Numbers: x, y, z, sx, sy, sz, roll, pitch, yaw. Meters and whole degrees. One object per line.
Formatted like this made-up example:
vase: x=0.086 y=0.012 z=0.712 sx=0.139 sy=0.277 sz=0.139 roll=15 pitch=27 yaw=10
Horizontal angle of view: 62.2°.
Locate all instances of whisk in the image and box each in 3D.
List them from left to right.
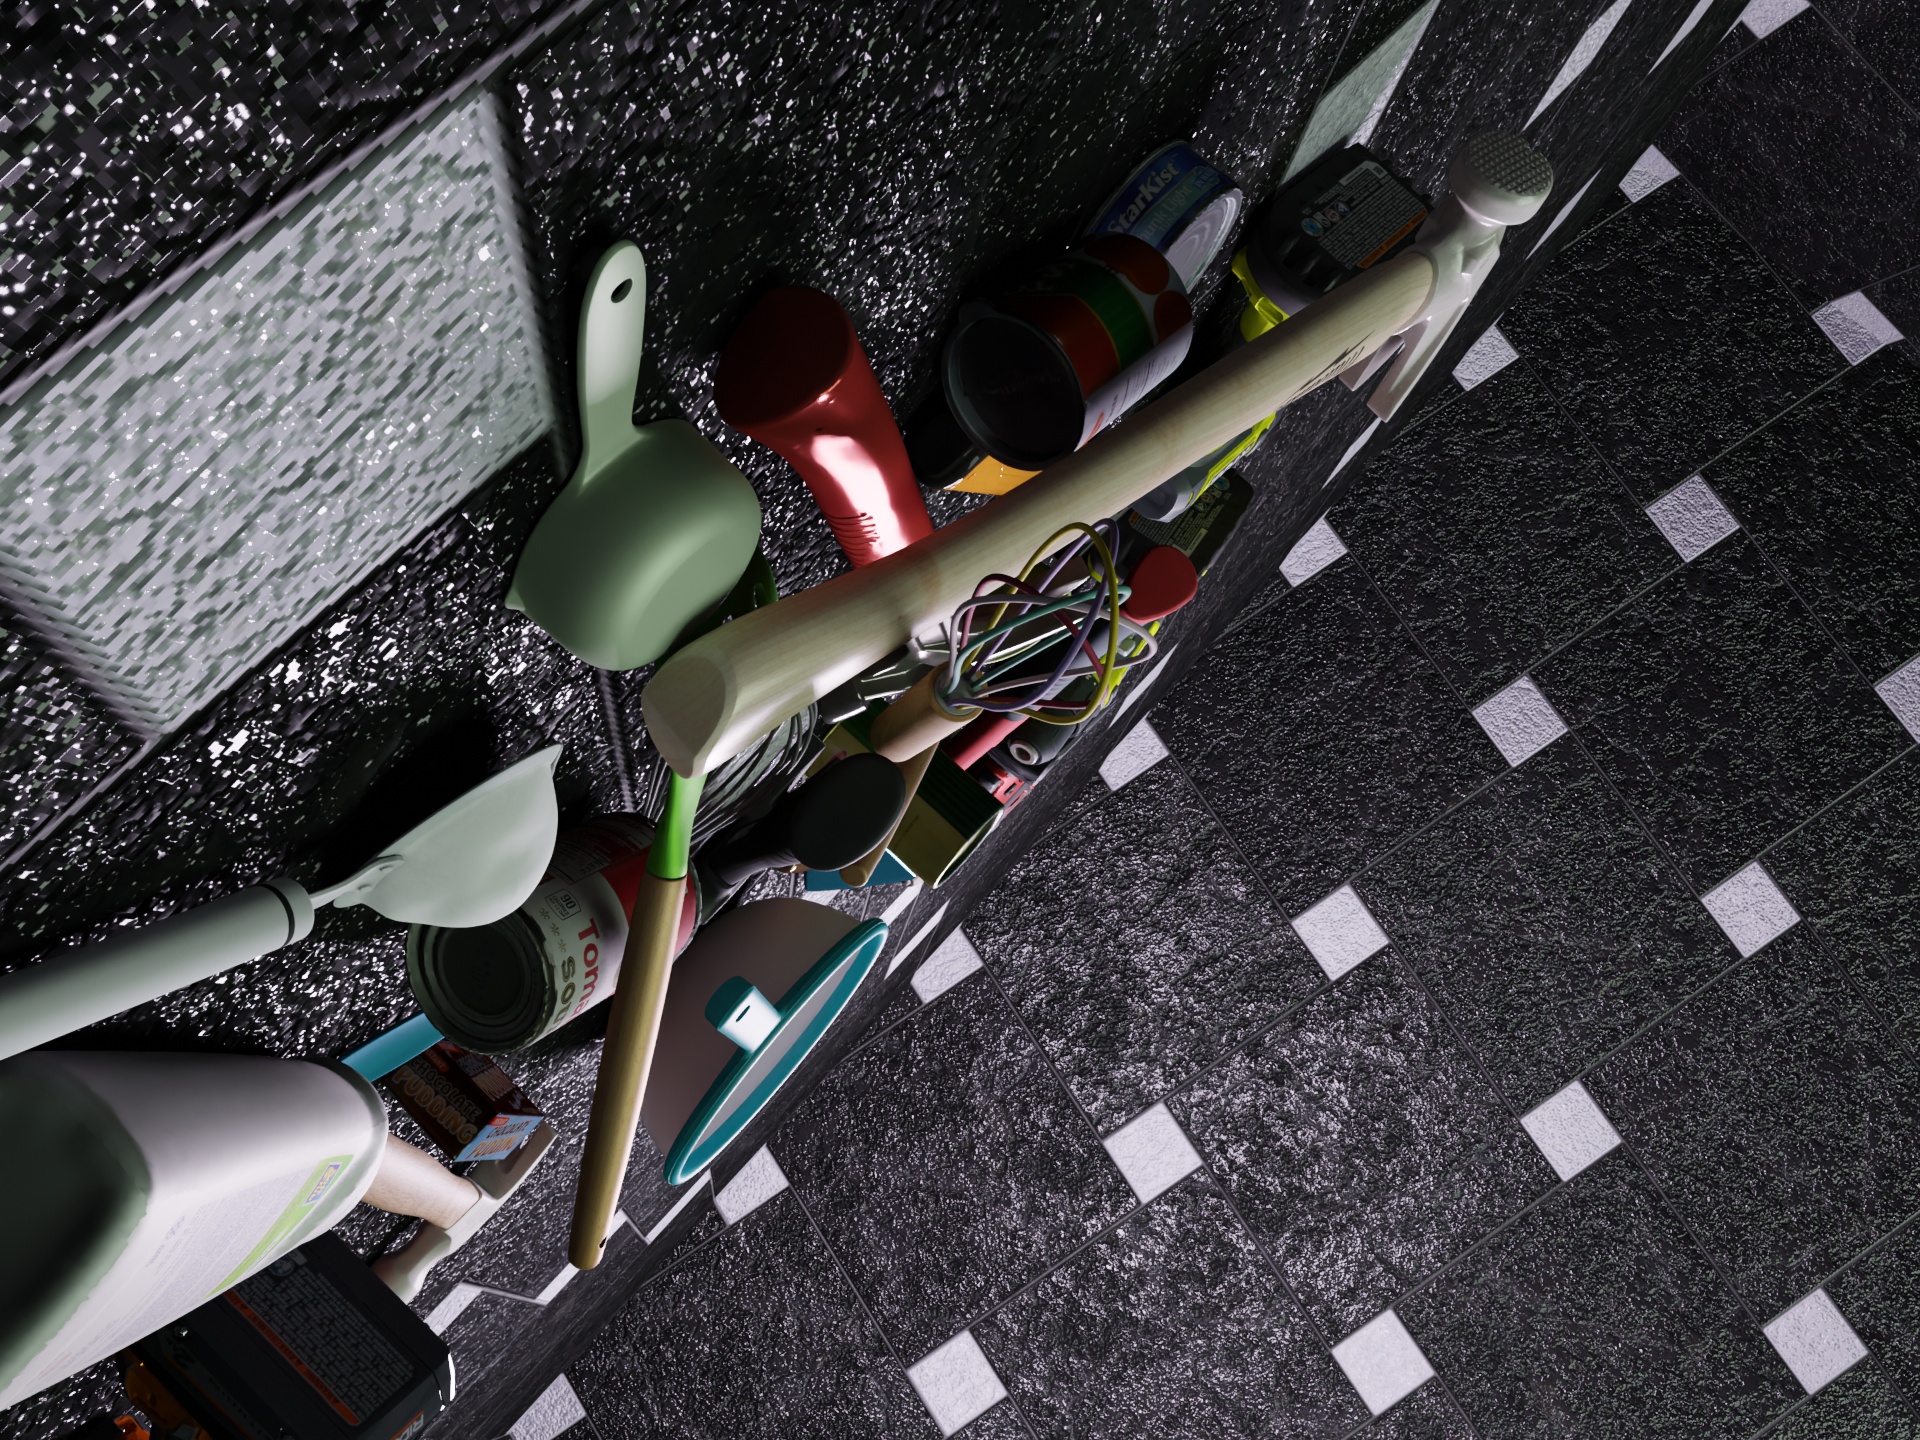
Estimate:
whisk: x=-0.140 y=0.059 z=0.692 sx=0.239 sy=0.055 sz=0.055 roll=-48 pitch=172 yaw=27
whisk: x=0.004 y=-0.010 z=0.510 sx=0.051 sy=0.047 sz=0.245 roll=-32 pitch=180 yaw=-18

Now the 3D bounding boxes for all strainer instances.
strainer: x=-0.189 y=0.055 z=0.456 sx=0.087 sy=0.050 sz=0.258 roll=-37 pitch=174 yaw=28
strainer: x=-0.146 y=0.168 z=0.964 sx=0.211 sy=0.095 sz=0.340 roll=-50 pitch=169 yaw=-13

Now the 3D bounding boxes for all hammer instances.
hammer: x=-0.277 y=0.237 z=0.815 sx=0.130 sy=0.031 sz=0.331 roll=-45 pitch=170 yaw=-21
hammer: x=-0.078 y=0.048 z=0.708 sx=0.146 sy=0.035 sz=0.335 roll=-48 pitch=-174 yaw=-18
hammer: x=-0.019 y=-0.073 z=0.619 sx=0.149 sy=0.037 sz=0.359 roll=-23 pitch=167 yaw=0
hammer: x=0.043 y=-0.017 z=1.046 sx=0.143 sy=0.038 sz=0.386 roll=-44 pitch=-179 yaw=-36
hammer: x=0.044 y=-0.125 z=0.797 sx=0.127 sy=0.034 sz=0.337 roll=-41 pitch=172 yaw=20
hammer: x=0.060 y=-0.091 z=0.597 sx=0.410 sy=0.038 sz=0.146 roll=-33 pitch=163 yaw=-26

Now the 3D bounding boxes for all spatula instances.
spatula: x=-0.084 y=0.093 z=1.011 sx=0.082 sy=0.044 sz=0.317 roll=-7 pitch=177 yaw=3

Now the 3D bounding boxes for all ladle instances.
ladle: x=-0.001 y=-0.003 z=0.813 sx=0.078 sy=0.062 sz=0.320 roll=-43 pitch=-168 yaw=30

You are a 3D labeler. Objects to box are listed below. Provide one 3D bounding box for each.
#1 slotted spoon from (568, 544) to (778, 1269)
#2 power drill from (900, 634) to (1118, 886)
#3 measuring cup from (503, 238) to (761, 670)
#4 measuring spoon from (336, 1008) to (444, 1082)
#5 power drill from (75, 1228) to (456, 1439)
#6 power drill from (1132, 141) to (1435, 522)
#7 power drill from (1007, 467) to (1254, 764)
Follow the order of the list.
slotted spoon: x=-0.112 y=0.077 z=0.588 sx=0.070 sy=0.031 sz=0.313 roll=-31 pitch=140 yaw=-63
power drill: x=0.027 y=0.044 z=1.341 sx=0.188 sy=0.080 sz=0.226 roll=-44 pitch=173 yaw=-28
measuring cup: x=-0.084 y=-0.066 z=0.435 sx=0.083 sy=0.038 sz=0.167 roll=-45 pitch=172 yaw=-24
measuring spoon: x=-0.216 y=0.116 z=0.659 sx=0.128 sy=0.021 sz=0.042 roll=-31 pitch=138 yaw=-36
power drill: x=-0.297 y=0.323 z=0.662 sx=0.226 sy=0.164 sz=0.084 roll=-56 pitch=168 yaw=27
power drill: x=0.194 y=-0.234 z=0.975 sx=0.171 sy=0.080 sz=0.223 roll=-42 pitch=173 yaw=-32
power drill: x=0.114 y=-0.079 z=1.160 sx=0.191 sy=0.080 sz=0.228 roll=-53 pitch=174 yaw=-34
